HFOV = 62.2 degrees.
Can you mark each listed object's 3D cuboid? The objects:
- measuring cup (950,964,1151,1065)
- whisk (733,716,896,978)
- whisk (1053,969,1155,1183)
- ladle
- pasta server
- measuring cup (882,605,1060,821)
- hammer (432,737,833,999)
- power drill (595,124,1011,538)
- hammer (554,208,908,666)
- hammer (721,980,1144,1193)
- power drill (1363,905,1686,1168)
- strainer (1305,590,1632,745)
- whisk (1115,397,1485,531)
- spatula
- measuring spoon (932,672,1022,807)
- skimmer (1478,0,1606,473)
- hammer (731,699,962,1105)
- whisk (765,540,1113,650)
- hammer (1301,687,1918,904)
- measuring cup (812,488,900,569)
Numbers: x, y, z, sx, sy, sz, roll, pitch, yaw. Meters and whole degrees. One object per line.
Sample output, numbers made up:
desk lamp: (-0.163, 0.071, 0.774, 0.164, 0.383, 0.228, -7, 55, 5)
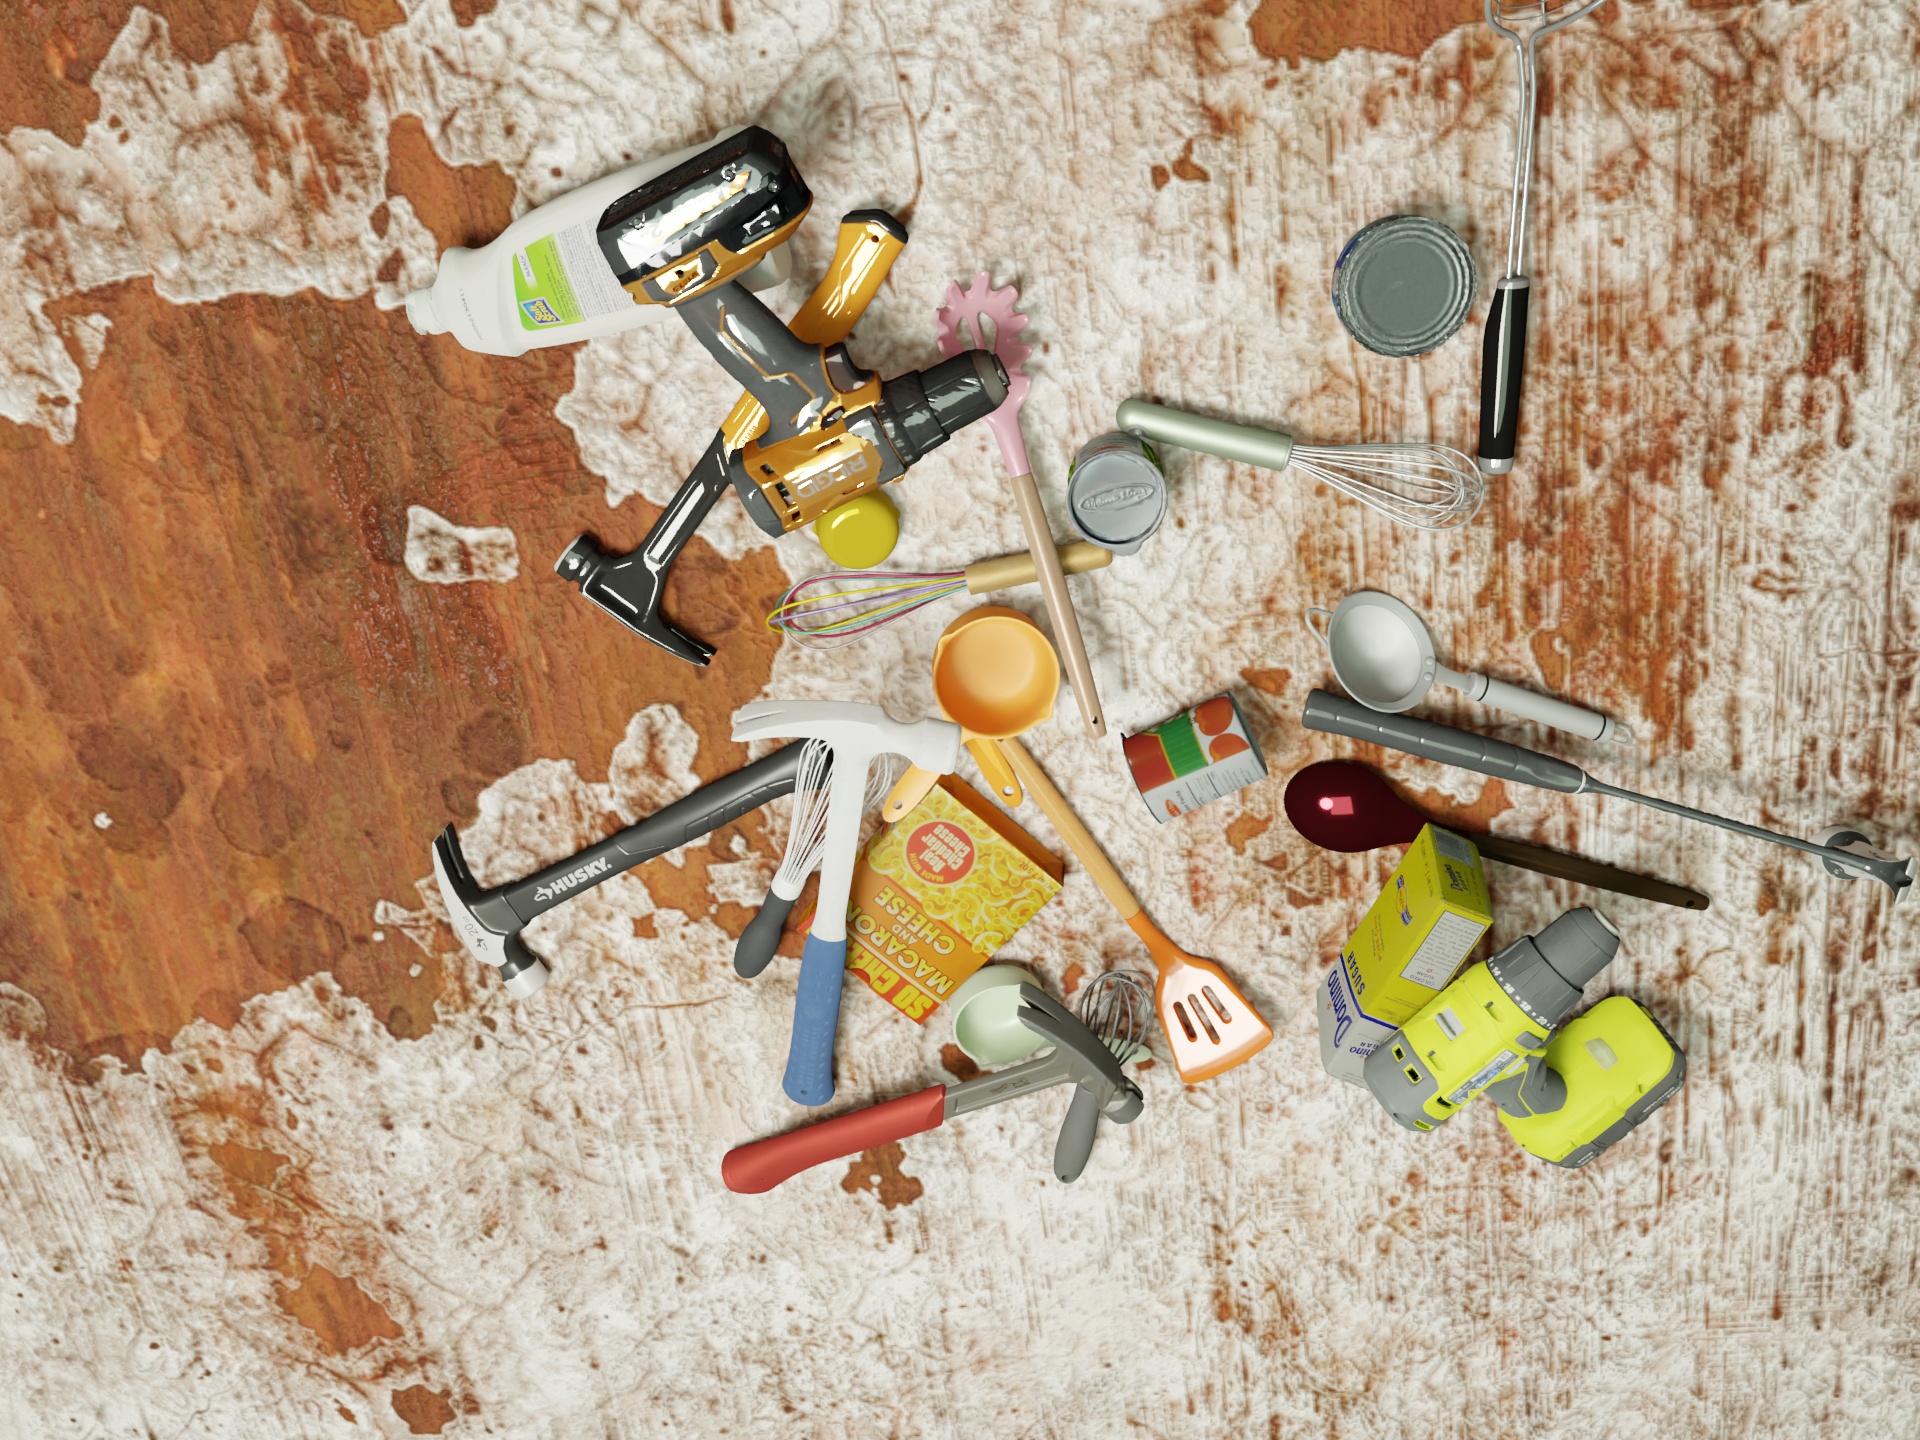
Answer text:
measuring cup: (0.070, 0.233, 1.227, 0.167, 0.038, 0.083, 16, 116, -19)
whisk: (-0.115, 0.096, 1.153, 0.070, 0.070, 0.284, 25, 126, -5)
whisk: (0.104, 0.276, 1.214, 0.055, 0.055, 0.238, 11, 127, 1)
ladle: (0.387, 0.094, 1.143, 0.315, 0.031, 0.069, 14, 114, -2)
pasta server: (0.049, -0.136, 1.052, 0.060, 0.040, 0.316, -18, 100, -3)
measuring cup: (-0.002, -0.004, 1.116, 0.095, 0.052, 0.173, 34, 105, -13)
hammer: (-0.241, 0.086, 1.192, 0.335, 0.035, 0.146, -26, 108, 14)
power drill: (-0.090, -0.239, 0.965, 0.185, 0.084, 0.226, -24, 122, 11)
hammer: (-0.137, -0.193, 1.071, 0.127, 0.034, 0.337, 36, 110, -8)
hammer: (-0.048, 0.296, 1.204, 0.359, 0.037, 0.149, -24, 126, 29)
power drill: (0.409, 0.223, 1.106, 0.228, 0.080, 0.190, 28, 113, -40)
strainer: (0.345, -0.024, 1.092, 0.258, 0.050, 0.087, 18, 69, -8)
whisk: (0.222, -0.174, 1.044, 0.246, 0.057, 0.059, 14, 82, 3)
spatula: (0.114, 0.128, 1.173, 0.081, 0.041, 0.322, -32, 104, 17)
measuring spoon: (0.013, 0.017, 1.153, 0.021, 0.011, 0.116, -27, 107, 15)
skimmer: (0.357, -0.319, 0.946, 0.127, 0.090, 0.363, -16, 117, -26)
hammer: (-0.098, 0.142, 1.130, 0.144, 0.035, 0.405, 11, 131, 0)
whisk: (-0.016, -0.092, 1.102, 0.245, 0.051, 0.047, -11, 131, 5)
hammer: (0.432, 0.047, 1.076, 0.409, 0.149, 0.036, 16, 97, 6)
measuring cup: (-0.075, -0.169, 1.056, 0.062, 0.029, 0.156, -11, 127, -4)
